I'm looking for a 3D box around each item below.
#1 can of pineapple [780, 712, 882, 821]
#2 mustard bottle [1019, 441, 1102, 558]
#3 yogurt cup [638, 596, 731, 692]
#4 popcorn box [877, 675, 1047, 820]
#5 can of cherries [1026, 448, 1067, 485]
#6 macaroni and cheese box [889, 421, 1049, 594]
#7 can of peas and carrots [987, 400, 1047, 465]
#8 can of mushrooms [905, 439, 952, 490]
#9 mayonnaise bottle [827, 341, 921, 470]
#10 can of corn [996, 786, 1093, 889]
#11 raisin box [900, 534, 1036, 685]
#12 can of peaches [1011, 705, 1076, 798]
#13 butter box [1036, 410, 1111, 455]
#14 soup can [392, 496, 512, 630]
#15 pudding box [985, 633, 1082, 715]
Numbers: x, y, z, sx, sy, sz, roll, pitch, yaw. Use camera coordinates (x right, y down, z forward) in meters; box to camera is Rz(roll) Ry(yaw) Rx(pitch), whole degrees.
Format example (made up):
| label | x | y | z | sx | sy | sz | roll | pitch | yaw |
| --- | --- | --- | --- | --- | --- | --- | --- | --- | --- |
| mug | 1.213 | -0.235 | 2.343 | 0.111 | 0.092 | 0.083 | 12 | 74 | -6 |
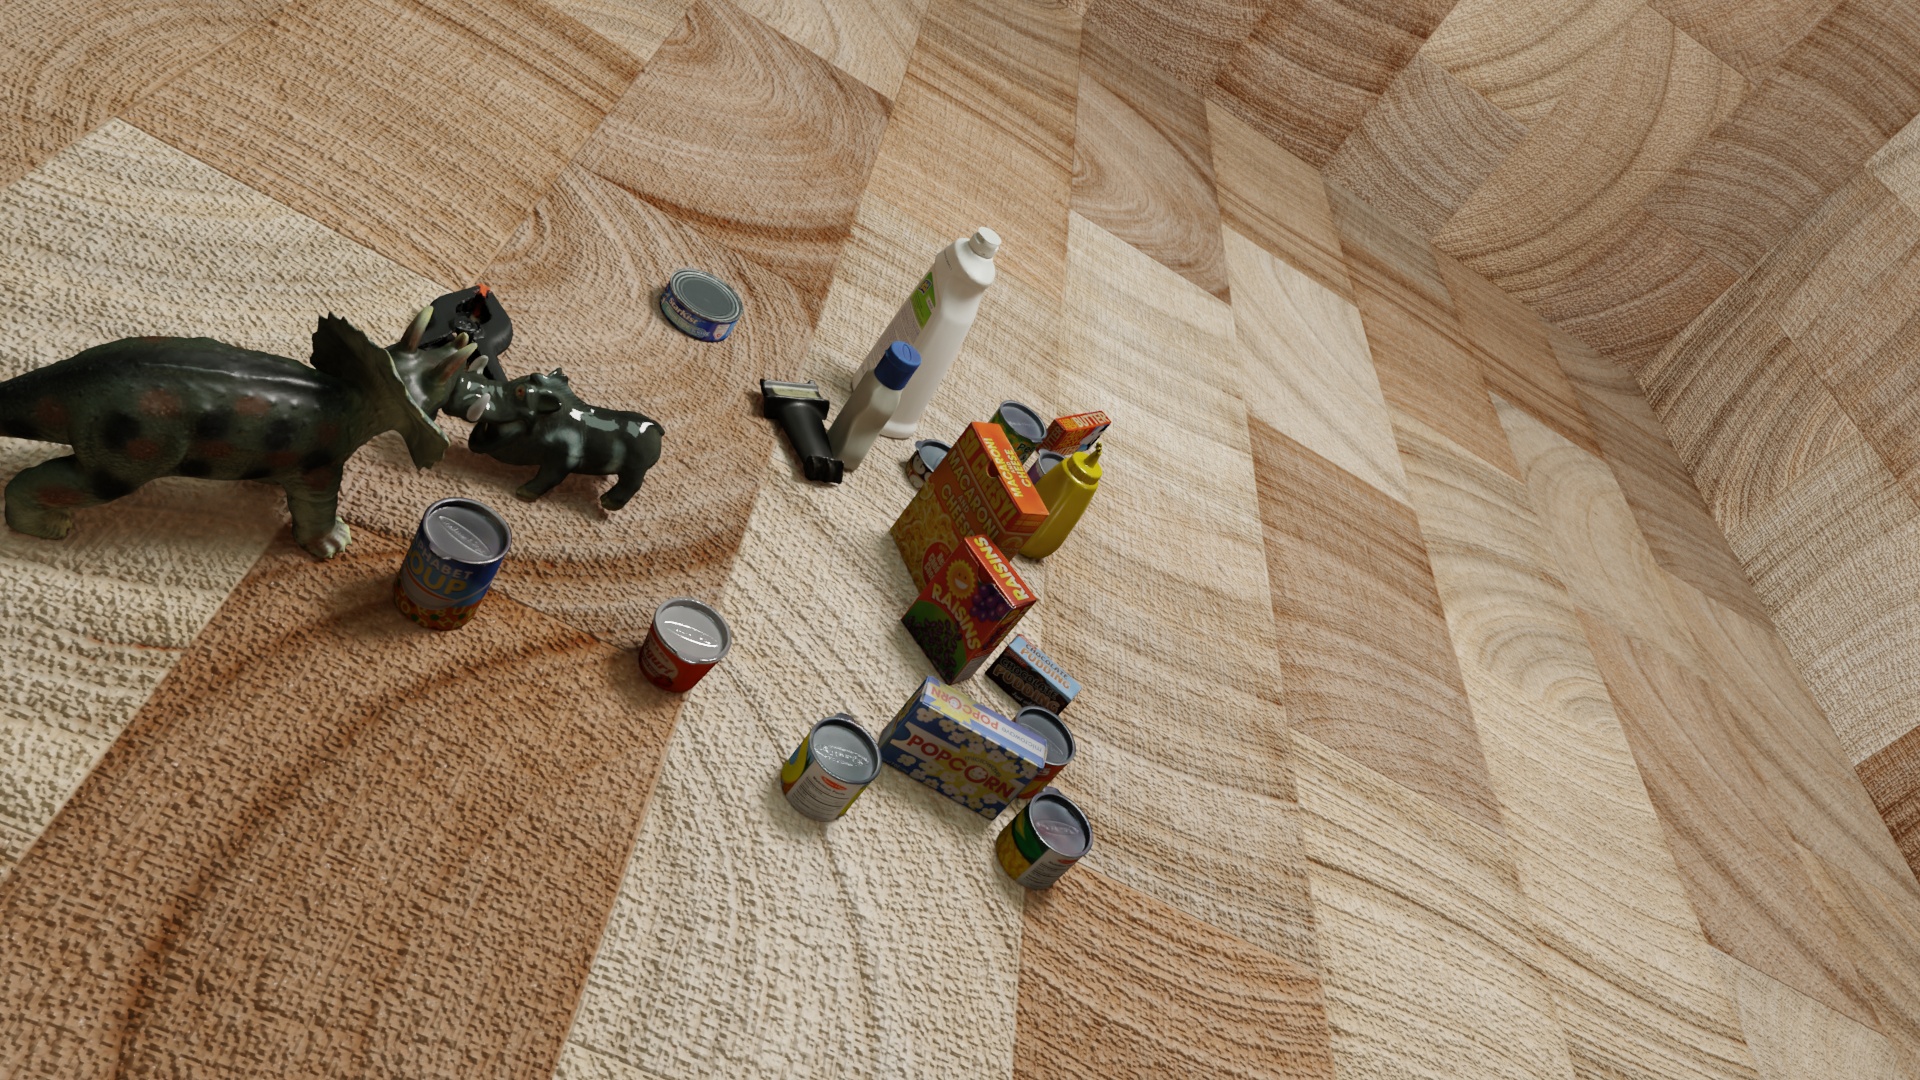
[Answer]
| label | x | y | z | sx | sy | sz | roll | pitch | yaw |
| --- | --- | --- | --- | --- | --- | --- | --- | --- | --- |
| can of pineapple | -0.106 | 0.187 | 1.142 | 0.071 | 0.057 | 0.071 | 24 | 37 | -19 |
| mustard bottle | 0.113 | -0.049 | 1.521 | 0.049 | 0.159 | 0.065 | 10 | 43 | -35 |
| yogurt cup | -0.231 | 0.088 | 1.148 | 0.072 | 0.053 | 0.073 | 24 | 37 | -19 |
| popcorn box | 0.001 | 0.183 | 1.218 | 0.126 | 0.084 | 0.038 | 30 | 35 | -11 |
| can of cherries | 0.102 | -0.062 | 1.616 | 0.071 | 0.058 | 0.072 | 24 | 37 | -19 |
| macaroni and cheese box | 0.005 | -0.017 | 1.382 | 0.040 | 0.165 | 0.124 | 4 | 47 | -40 |
| can of peas and carrots | 0.061 | -0.122 | 1.648 | 0.071 | 0.058 | 0.071 | 24 | 37 | -19 |
| can of mushrooms | -0.028 | -0.080 | 1.542 | 0.071 | 0.033 | 0.071 | 24 | 37 | -19 |
| mayonnaise bottle | -0.092 | -0.143 | 1.457 | 0.041 | 0.147 | 0.065 | 18 | 39 | -27 |
| can of corn | 0.072 | 0.261 | 1.216 | 0.071 | 0.058 | 0.071 | 24 | 37 | -19 |
| raisin box | 0.006 | 0.066 | 1.325 | 0.040 | 0.122 | 0.086 | -10 | 57 | -48 |
| can of peaches | 0.063 | 0.197 | 1.282 | 0.071 | 0.057 | 0.071 | 24 | 37 | -19 |
| butter box | 0.141 | -0.133 | 1.737 | 0.104 | 0.053 | 0.024 | -15 | 60 | -49 |
| soup can | -0.390 | 0.020 | 1.058 | 0.071 | 0.083 | 0.072 | 24 | 37 | -19 |
| pudding box | 0.072 | 0.137 | 1.366 | 0.084 | 0.049 | 0.030 | 41 | 34 | 5 |
